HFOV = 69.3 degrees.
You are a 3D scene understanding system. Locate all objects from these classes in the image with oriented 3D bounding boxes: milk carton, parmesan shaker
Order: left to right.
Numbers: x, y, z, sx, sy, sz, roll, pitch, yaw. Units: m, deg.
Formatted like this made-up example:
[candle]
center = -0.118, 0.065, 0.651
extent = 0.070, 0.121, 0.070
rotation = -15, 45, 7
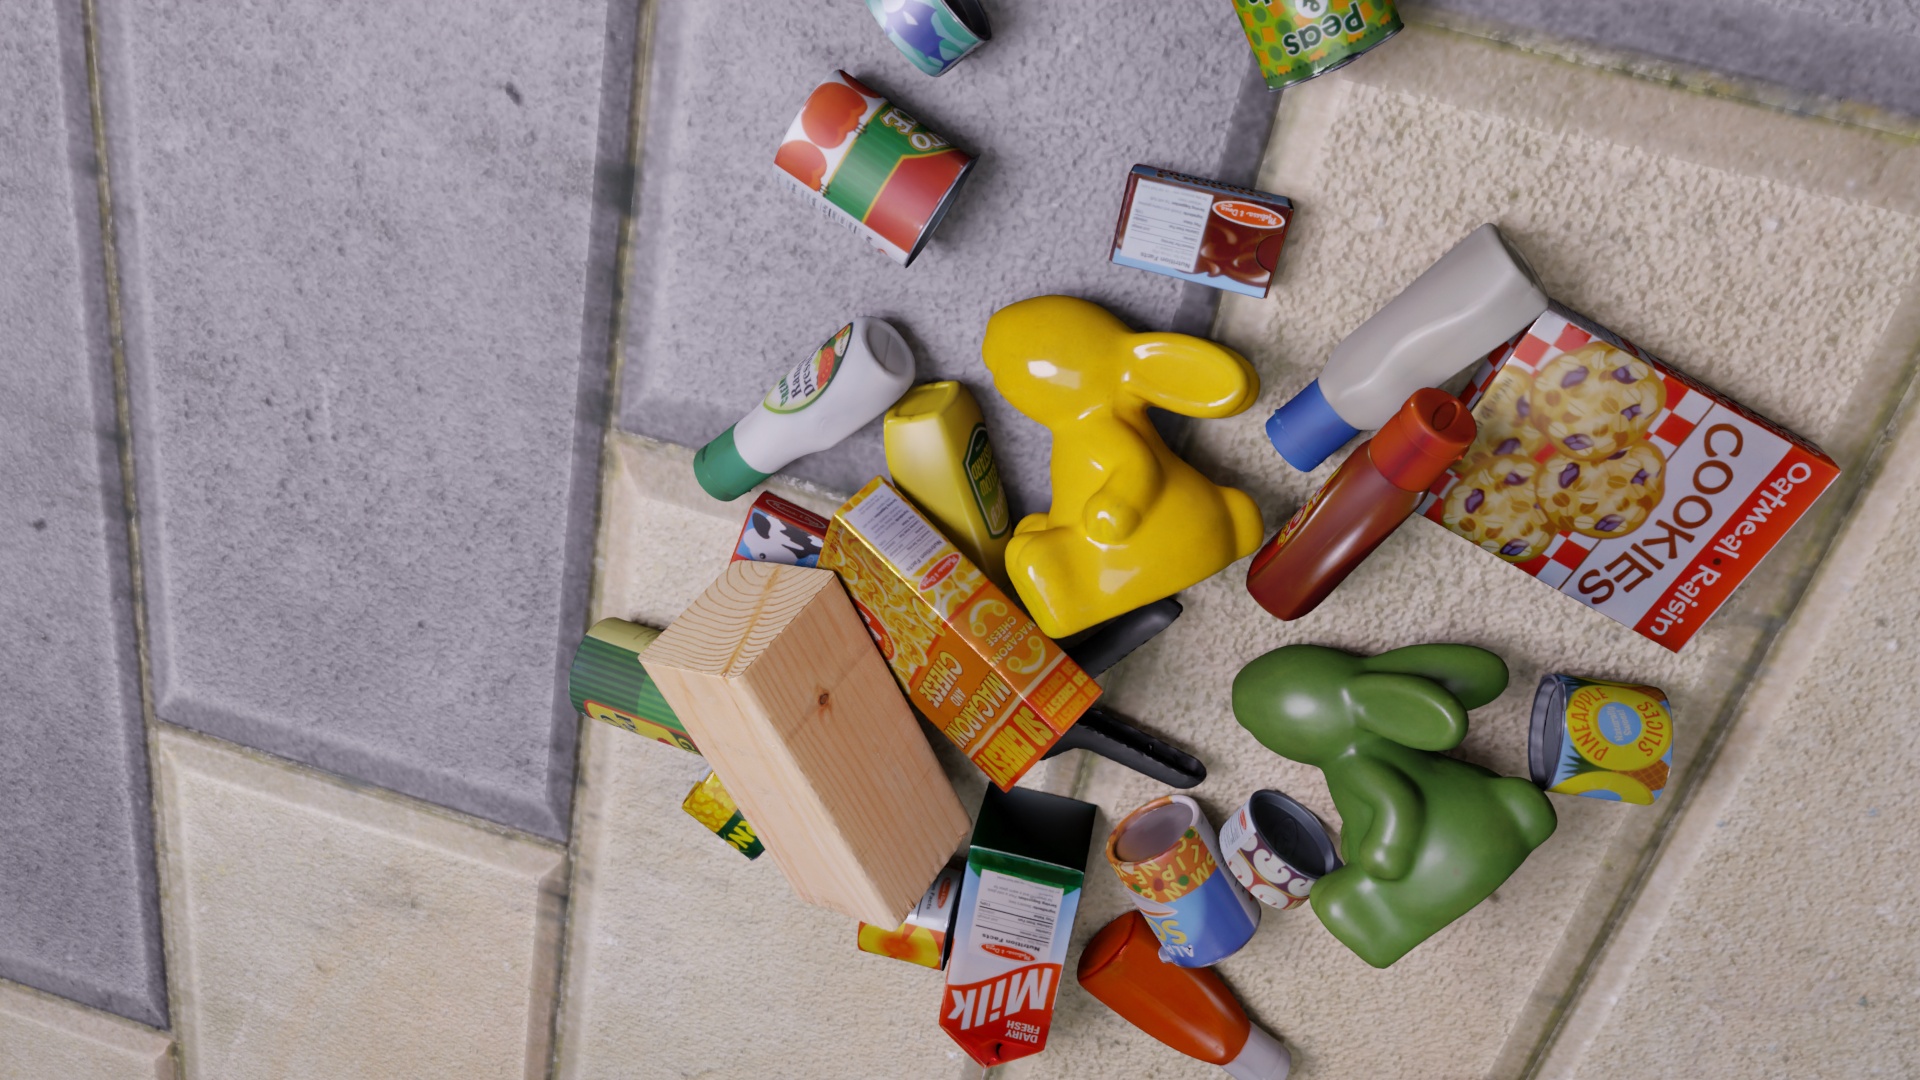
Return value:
[parmesan shaker]
center = -0.182, 0.093, 0.868
extent = 0.103, 0.071, 0.071
rotation = 15, 118, 19
[milk carton]
center = 0.033, 0.259, 0.902
extent = 0.073, 0.073, 0.189
rotation = 12, 116, 6

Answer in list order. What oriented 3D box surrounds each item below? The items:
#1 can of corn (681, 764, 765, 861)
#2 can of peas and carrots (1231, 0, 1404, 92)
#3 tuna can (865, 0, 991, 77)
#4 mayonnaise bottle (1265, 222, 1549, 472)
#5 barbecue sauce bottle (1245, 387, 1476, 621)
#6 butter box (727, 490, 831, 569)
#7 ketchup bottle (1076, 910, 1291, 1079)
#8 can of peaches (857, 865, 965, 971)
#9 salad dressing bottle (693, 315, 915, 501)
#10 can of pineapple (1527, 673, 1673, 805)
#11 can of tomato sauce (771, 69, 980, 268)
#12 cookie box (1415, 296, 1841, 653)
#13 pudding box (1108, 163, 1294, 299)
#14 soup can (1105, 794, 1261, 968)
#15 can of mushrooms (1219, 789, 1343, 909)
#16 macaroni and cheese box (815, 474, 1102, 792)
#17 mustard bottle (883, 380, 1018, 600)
[can of corn]
center = -0.138, 0.163, 0.896
extent = 0.058, 0.071, 0.071
rotation = 38, 117, -6
[can of peas and carrots]
center = 0.161, -0.247, 0.635
extent = 0.071, 0.071, 0.058
rotation = -22, 108, 21
[tuna can]
center = -0.019, -0.261, 0.670
extent = 0.032, 0.071, 0.071
rotation = -32, 105, 24
[mayonnaise bottle]
center = 0.221, -0.092, 0.702
extent = 0.041, 0.065, 0.147
rotation = 36, 122, -20
[barbecue sauce bottle]
center = 0.205, -0.018, 0.712
extent = 0.044, 0.065, 0.147
rotation = 42, 140, 9
[butter box]
center = -0.117, 0.025, 0.852
extent = 0.053, 0.024, 0.103
rotation = 26, 118, -1
[ketchup bottle]
center = 0.151, 0.309, 0.916
extent = 0.149, 0.044, 0.064
rotation = 39, 118, -7
[can of peaches]
center = -0.032, 0.245, 0.913
extent = 0.058, 0.071, 0.071
rotation = 11, 117, 7
[salad dressing bottle]
center = -0.091, -0.070, 0.784
extent = 0.147, 0.064, 0.044
rotation = -32, 127, 32
[can of pineapple]
center = 0.350, 0.108, 0.762
extent = 0.058, 0.071, 0.070
rotation = 6, 116, 9
[can of tomato sauce]
center = -0.043, -0.192, 0.710
extent = 0.083, 0.071, 0.071
rotation = 33, 117, -3
[cookie box]
center = 0.334, -0.033, 0.716
extent = 0.167, 0.040, 0.122
rotation = 29, 118, -1
[pudding box]
center = 0.122, -0.158, 0.709
extent = 0.084, 0.030, 0.049
rotation = 14, 116, 6
[soup can]
center = 0.135, 0.212, 0.859
extent = 0.071, 0.072, 0.083
rotation = -26, 106, 22
[can of mushrooms]
center = 0.193, 0.187, 0.835
extent = 0.071, 0.071, 0.033
rotation = 34, 118, -5
[macaroni and cheese box]
center = -0.008, 0.055, 0.776
extent = 0.166, 0.040, 0.123
rotation = 43, 154, 8
[mustard bottle]
center = 0.003, -0.010, 0.790
extent = 0.049, 0.066, 0.159
rotation = -7, 119, 23
